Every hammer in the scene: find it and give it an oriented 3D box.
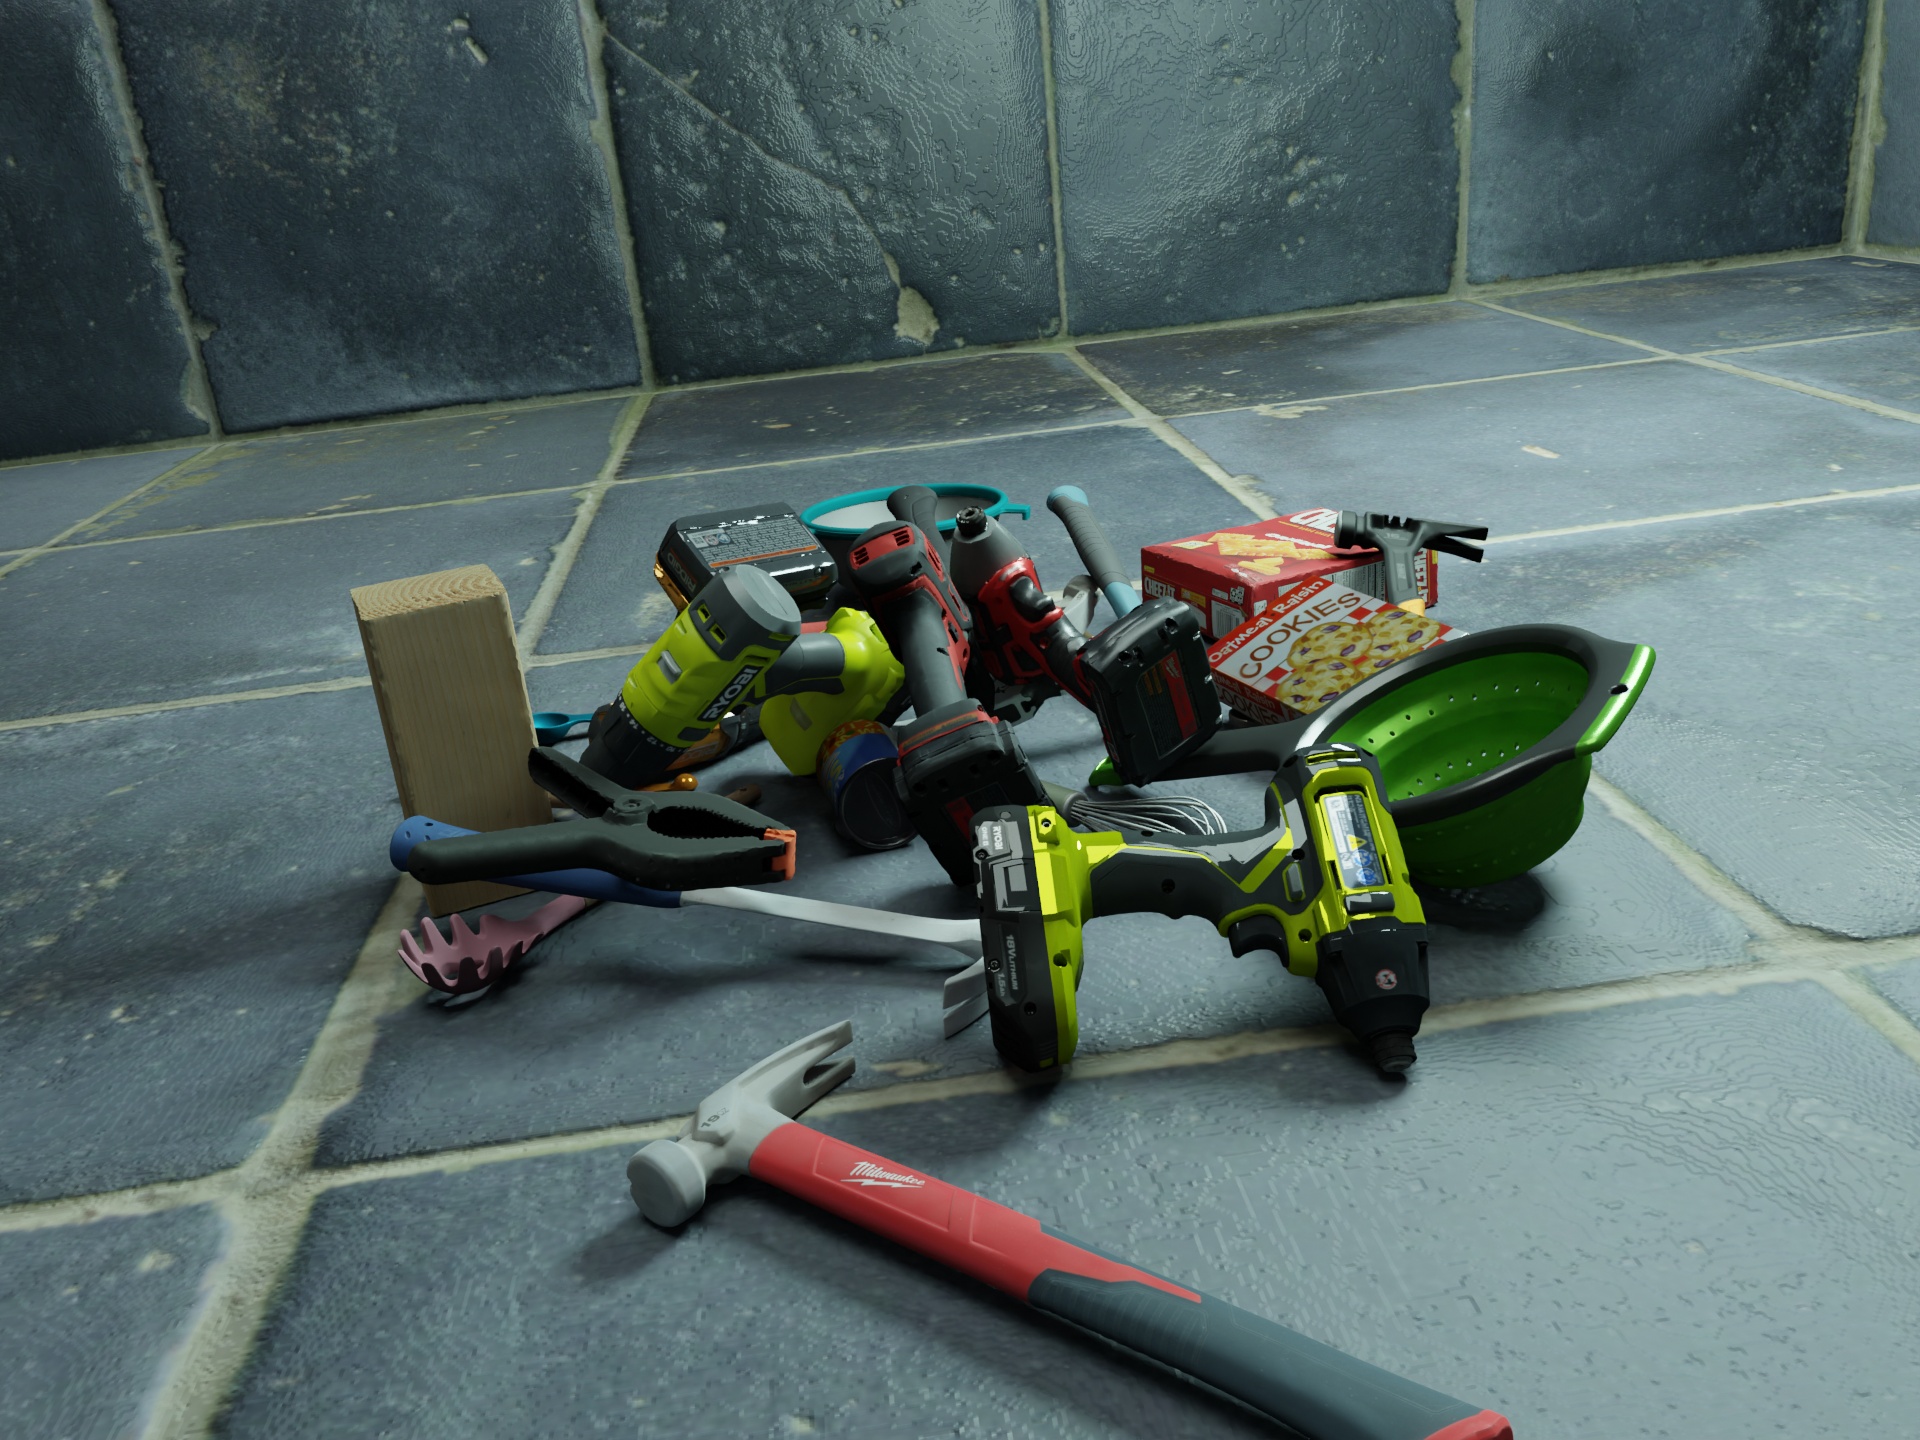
[{"bbox_3d":[0.357,-0.073,1.240,0.127,0.034,0.337,8,35,8],"label":"hammer"},{"bbox_3d":[-0.015,-0.098,1.309,0.146,0.035,0.335,-27,40,4],"label":"hammer"},{"bbox_3d":[0.040,0.218,0.665,0.386,0.038,0.143,11,25,37],"label":"hammer"},{"bbox_3d":[-0.063,-0.077,1.392,0.359,0.036,0.149,-4,20,21],"label":"hammer"},{"bbox_3d":[0.129,-0.115,1.337,0.128,0.033,0.331,18,28,-24],"label":"hammer"},{"bbox_3d":[-0.154,0.105,0.946,0.405,0.035,0.144,7,25,14],"label":"hammer"}]

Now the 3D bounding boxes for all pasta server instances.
[{"bbox_3d":[-0.232,0.099,1.040,0.060,0.040,0.316,14,27,28],"label":"pasta server"}]

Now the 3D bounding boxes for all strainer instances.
[{"bbox_3d":[-0.108,-0.156,1.575,0.340,0.095,0.211,-17,22,-26],"label":"strainer"}]

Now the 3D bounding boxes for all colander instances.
[{"bbox_3d":[0.247,0.043,1.006,0.397,0.094,0.204,-9,26,47],"label":"colander"}]

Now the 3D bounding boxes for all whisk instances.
[{"bbox_3d":[0.083,0.061,1.053,0.059,0.058,0.246,22,-4,-41],"label":"whisk"}]

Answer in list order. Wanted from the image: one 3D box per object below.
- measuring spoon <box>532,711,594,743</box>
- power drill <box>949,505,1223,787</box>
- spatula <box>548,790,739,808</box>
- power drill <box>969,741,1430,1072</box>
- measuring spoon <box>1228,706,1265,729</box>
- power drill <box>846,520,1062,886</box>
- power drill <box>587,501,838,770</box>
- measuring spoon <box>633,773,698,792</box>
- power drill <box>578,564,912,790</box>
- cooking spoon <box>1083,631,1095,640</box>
[{"bbox_3d":[-0.303,0.006,1.333,0.128,0.021,0.042,-3,19,-17],"label":"measuring spoon"},{"bbox_3d":[0.071,-0.059,1.079,0.078,0.143,0.220,-35,40,-16],"label":"power drill"},{"bbox_3d":[-0.297,0.057,1.159,0.316,0.018,0.060,2,13,32],"label":"spatula"},{"bbox_3d":[0.122,0.105,0.818,0.223,0.080,0.171,-7,59,0],"label":"power drill"},{"bbox_3d":[0.256,-0.005,1.212,0.124,0.018,0.034,-10,23,-28],"label":"measuring spoon"},{"bbox_3d":[-0.002,-0.003,1.050,0.080,0.187,0.227,-24,48,6],"label":"power drill"},{"bbox_3d":[-0.168,-0.054,1.195,0.185,0.226,0.084,-16,57,-42],"label":"power drill"},{"bbox_3d":[-0.257,0.050,1.205,0.117,0.011,0.021,-5,21,3],"label":"measuring spoon"},{"bbox_3d":[-0.144,-0.014,1.103,0.080,0.190,0.228,53,22,21],"label":"power drill"},{"bbox_3d":[0.105,-0.073,1.413,0.068,0.017,0.319,-6,20,-23],"label":"cooking spoon"}]
